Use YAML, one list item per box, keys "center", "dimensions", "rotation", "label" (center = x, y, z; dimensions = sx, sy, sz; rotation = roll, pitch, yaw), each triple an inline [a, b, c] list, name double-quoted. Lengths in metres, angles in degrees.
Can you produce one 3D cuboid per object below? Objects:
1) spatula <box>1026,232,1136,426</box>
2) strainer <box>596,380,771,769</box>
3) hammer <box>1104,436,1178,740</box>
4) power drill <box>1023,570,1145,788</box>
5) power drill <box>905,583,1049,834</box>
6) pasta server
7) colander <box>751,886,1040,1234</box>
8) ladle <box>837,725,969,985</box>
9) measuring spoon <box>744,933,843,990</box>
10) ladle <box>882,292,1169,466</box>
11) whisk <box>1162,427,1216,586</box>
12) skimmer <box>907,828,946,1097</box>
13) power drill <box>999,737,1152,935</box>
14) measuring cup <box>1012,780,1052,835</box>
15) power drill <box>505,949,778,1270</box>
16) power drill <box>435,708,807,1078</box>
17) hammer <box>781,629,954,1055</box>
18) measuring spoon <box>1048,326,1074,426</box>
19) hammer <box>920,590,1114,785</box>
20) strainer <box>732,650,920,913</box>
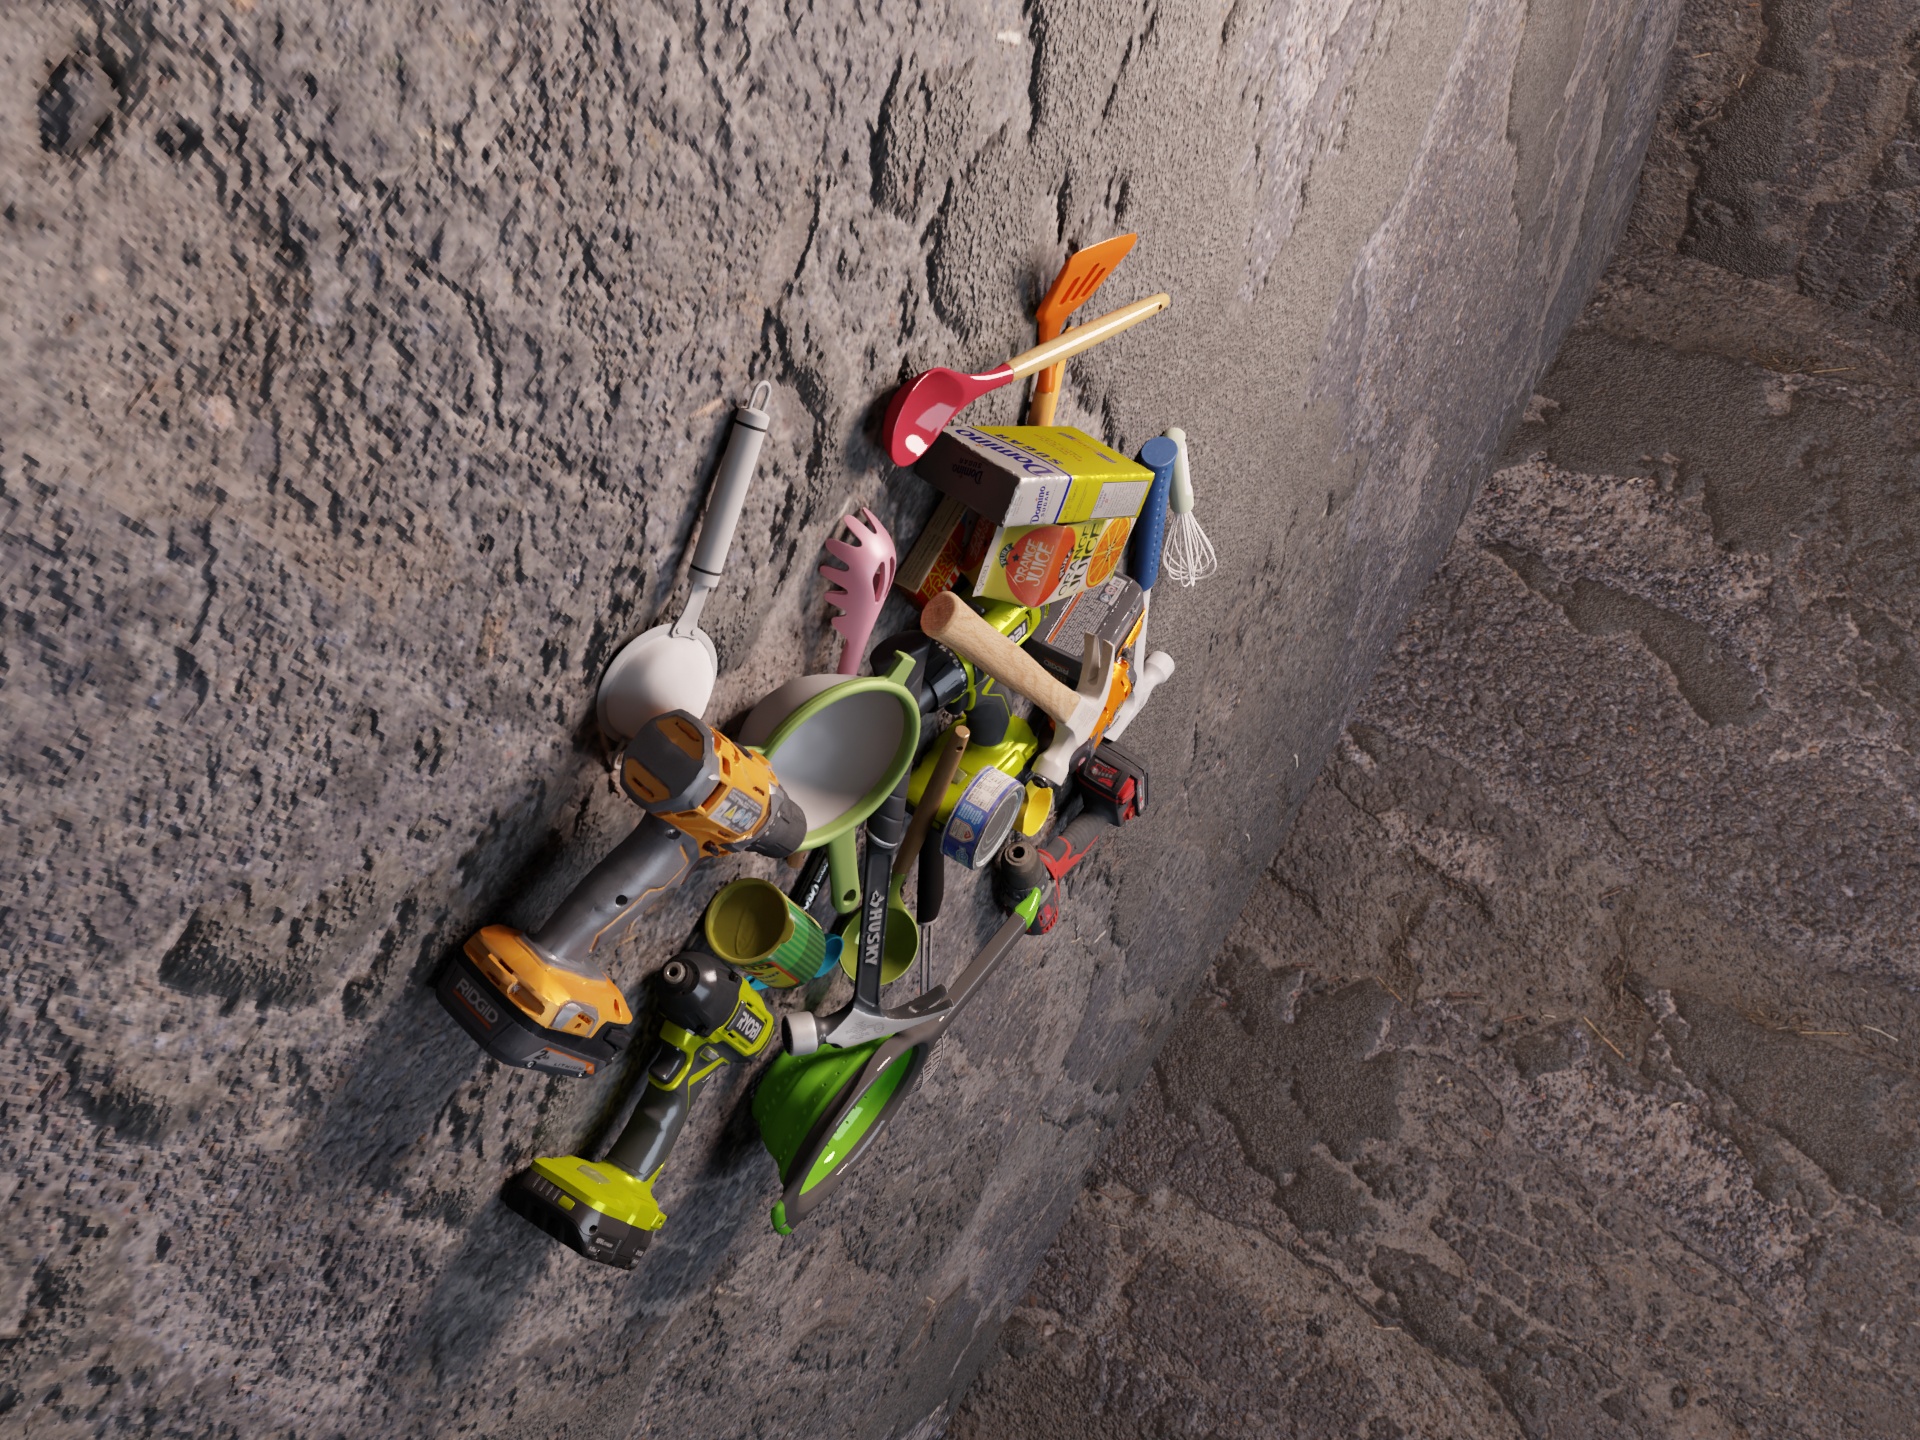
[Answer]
- center: [0.069, -0.239, 1.269]
  dimensions: [0.081, 0.041, 0.322]
  rotation: [-30, 145, -39]
  label: "spatula"
- center: [-0.156, -0.079, 0.953]
  dimensions: [0.086, 0.050, 0.258]
  rotation: [4, 110, -51]
  label: "strainer"
- center: [0.194, -0.134, 1.692]
  dimensions: [0.144, 0.035, 0.405]
  rotation: [-50, 156, -29]
  label: "hammer"
- center: [0.115, -0.035, 1.567]
  dimensions: [0.164, 0.084, 0.226]
  rotation: [-57, 162, -22]
  label: "power drill"
- center: [-0.002, -0.004, 1.347]
  dimensions: [0.190, 0.080, 0.228]
  rotation: [-44, 151, -29]
  label: "power drill"
- center: [-0.098, -0.012, 1.187]
  dimensions: [0.060, 0.040, 0.316]
  rotation: [-35, 151, -49]
  label: "pasta server"
- center: [-0.073, 0.286, 1.481]
  dimensions: [0.397, 0.094, 0.204]
  rotation: [-48, 162, -23]
  label: "colander"
- center: [-0.040, 0.120, 1.349]
  dimensions: [0.078, 0.062, 0.320]
  rotation: [-2, 141, -23]
  label: "ladle"
- center: [-0.149, 0.207, 1.356]
  dimensions: [0.128, 0.021, 0.042]
  rotation: [-10, 126, -53]
  label: "measuring spoon"
- center: [0.052, -0.261, 1.156]
  dimensions: [0.315, 0.031, 0.069]
  rotation: [-33, 148, -35]
  label: "ladle"
- center: [0.233, -0.220, 1.663]
  dimensions: [0.246, 0.059, 0.058]
  rotation: [69, 29, -57]
  label: "whisk"
- center: [-0.059, 0.235, 1.574]
  dimensions: [0.127, 0.090, 0.363]
  rotation: [-31, 133, -46]
  label: "skimmer"
- center: [0.121, 0.124, 1.791]
  dimensions: [0.227, 0.080, 0.187]
  rotation: [-51, 156, -18]
  label: "power drill"
- center: [0.061, 0.060, 1.652]
  dimensions: [0.062, 0.029, 0.156]
  rotation: [-53, 146, -29]
  label: "measuring cup"
- center: [-0.230, 0.281, 1.176]
  dimensions: [0.223, 0.080, 0.171]
  rotation: [-59, 159, -17]
  label: "power drill"
- center: [-0.194, 0.111, 0.990]
  dimensions: [0.226, 0.084, 0.185]
  rotation: [-52, 156, -3]
  label: "power drill"
- center: [-0.059, 0.108, 1.279]
  dimensions: [0.149, 0.036, 0.408]
  rotation: [-6, 126, -20]
  label: "hammer"
- center: [0.079, -0.265, 1.299]
  dimensions: [0.021, 0.011, 0.116]
  rotation: [-34, 146, -50]
  label: "measuring spoon"
- center: [0.050, -0.041, 1.285]
  dimensions: [0.130, 0.031, 0.331]
  rotation: [-61, 153, -2]
  label: "hammer"
- center: [-0.105, 0.050, 1.165]
  dimensions: [0.151, 0.069, 0.256]
  rotation: [-31, 146, -23]
  label: "strainer"
